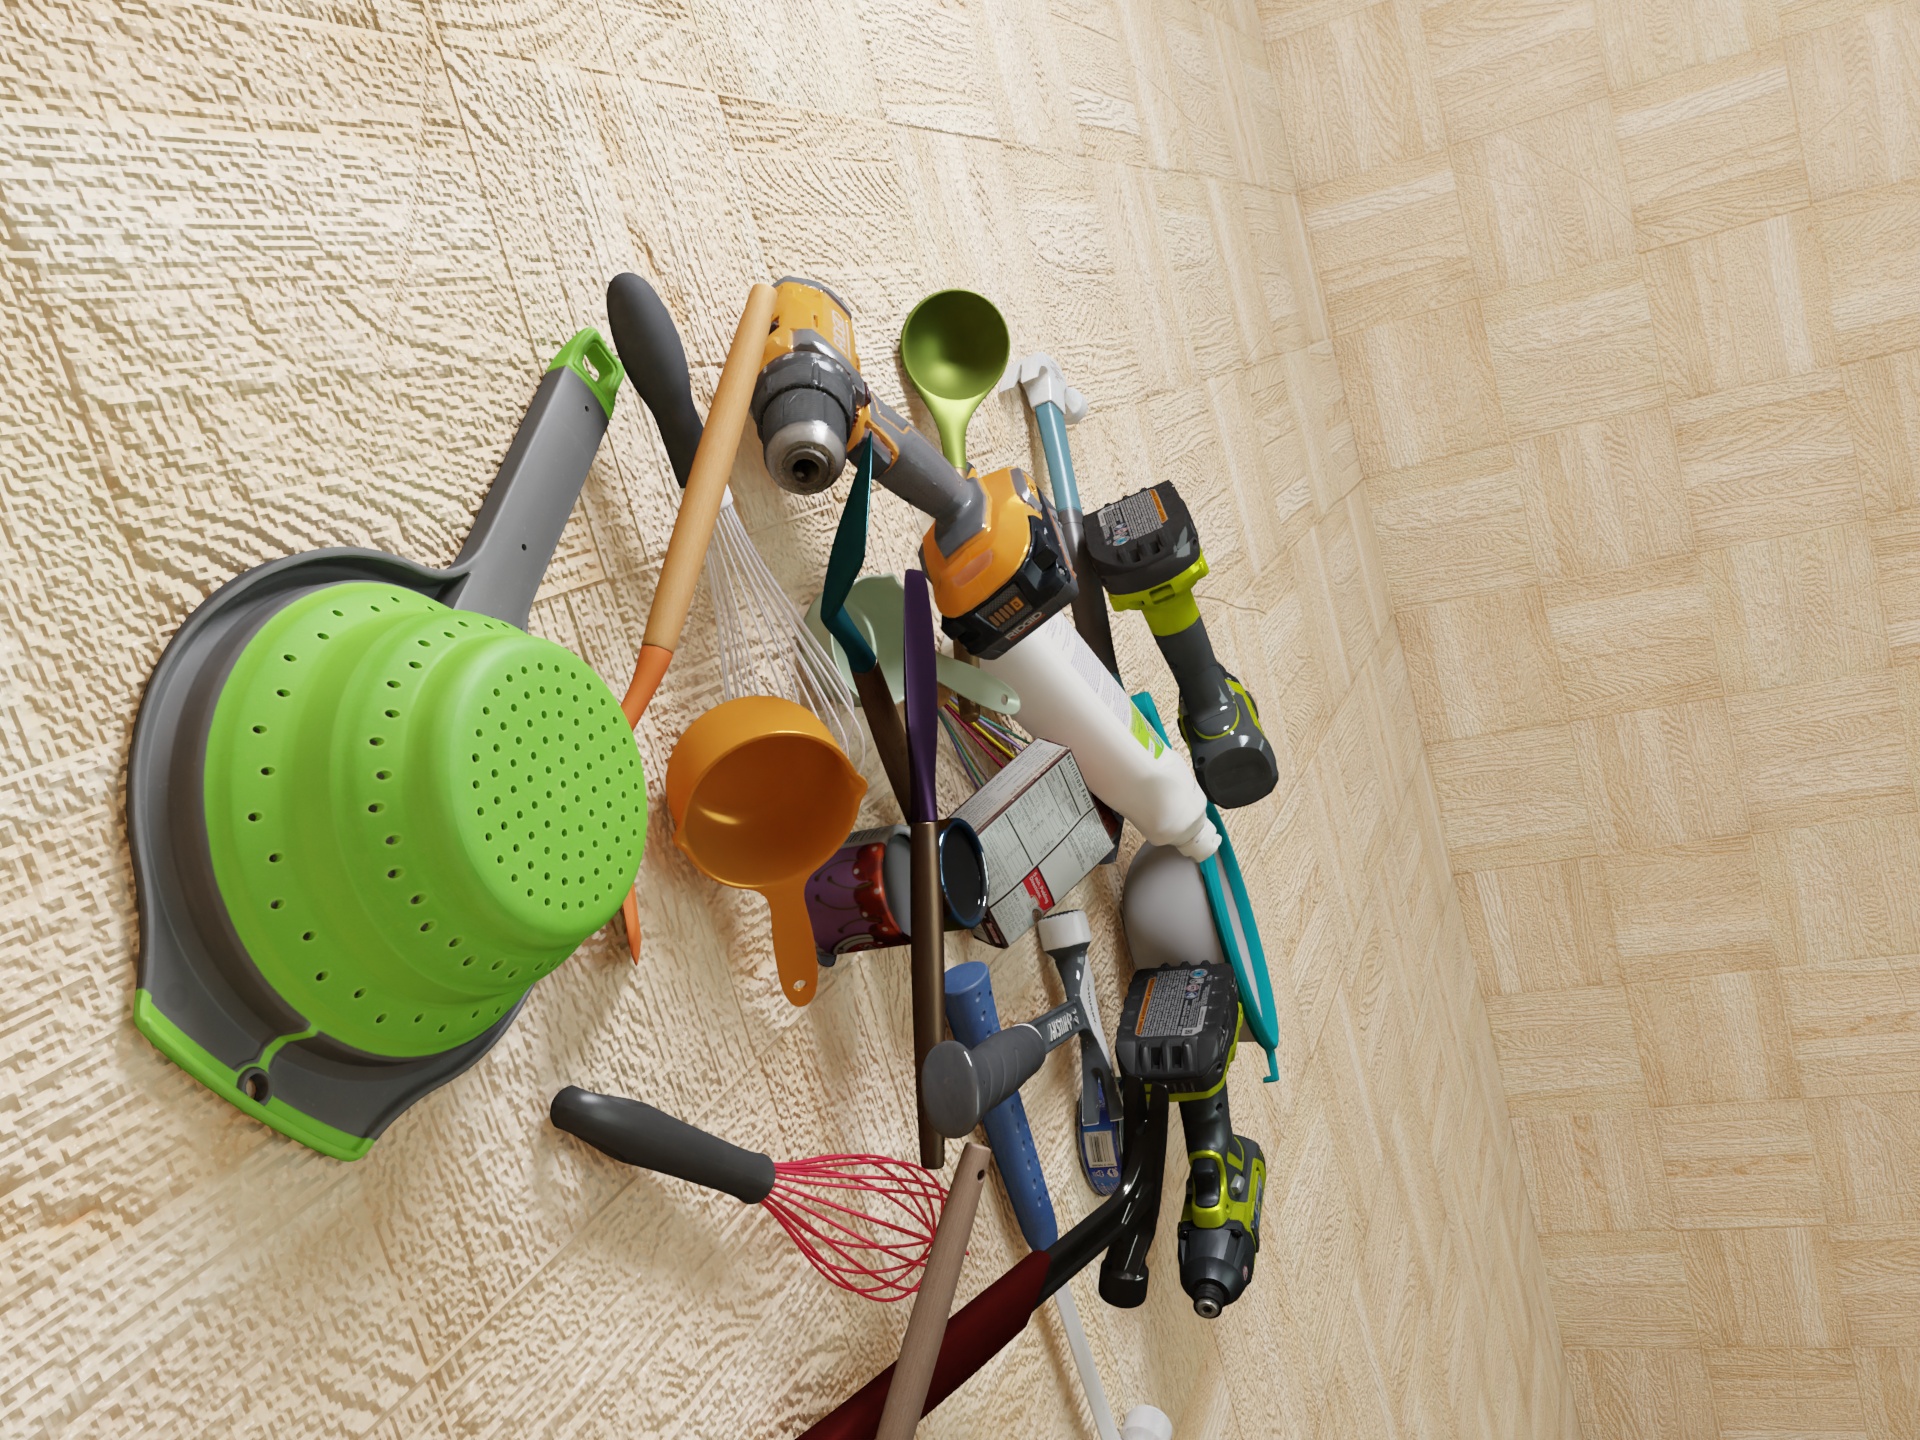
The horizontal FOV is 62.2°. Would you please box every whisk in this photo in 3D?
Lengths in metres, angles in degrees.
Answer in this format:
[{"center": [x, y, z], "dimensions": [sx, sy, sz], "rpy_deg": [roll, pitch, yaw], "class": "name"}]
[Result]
[{"center": [-0.114, -0.083, 0.789], "dimensions": [0.070, 0.070, 0.284], "rpy_deg": [-57, 133, -57], "class": "whisk"}, {"center": [-0.085, 0.221, 0.750], "dimensions": [0.295, 0.073, 0.073], "rpy_deg": [40, 44, -47], "class": "whisk"}, {"center": [0.000, -0.004, 1.032], "dimensions": [0.244, 0.051, 0.047], "rpy_deg": [48, -4, -41], "class": "whisk"}]

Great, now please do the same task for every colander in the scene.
[{"center": [-0.169, -0.032, 0.625], "dimensions": [0.204, 0.094, 0.397], "rpy_deg": [55, 34, -41], "class": "colander"}]

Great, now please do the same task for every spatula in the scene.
[{"center": [-0.122, -0.052, 0.721], "dimensions": [0.081, 0.041, 0.323], "rpy_deg": [129, -24, -74], "class": "spatula"}, {"center": [-0.018, 0.079, 0.839], "dimensions": [0.059, 0.018, 0.316], "rpy_deg": [-5, 94, -76], "class": "spatula"}, {"center": [-0.037, -0.015, 0.864], "dimensions": [0.317, 0.044, 0.082], "rpy_deg": [74, 13, -52], "class": "spatula"}]

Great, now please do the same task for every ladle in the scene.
[{"center": [0.001, -0.149, 1.051], "dimensions": [0.062, 0.078, 0.320], "rpy_deg": [116, -26, -60], "class": "ladle"}]

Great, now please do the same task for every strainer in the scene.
[{"center": [0.163, 0.125, 1.268], "dimensions": [0.211, 0.095, 0.340], "rpy_deg": [-86, 154, -56], "class": "strainer"}]

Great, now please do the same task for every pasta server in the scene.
[{"center": [-0.030, 0.354, 0.732], "dimensions": [0.060, 0.040, 0.316], "rpy_deg": [32, 70, -47], "class": "pasta server"}]

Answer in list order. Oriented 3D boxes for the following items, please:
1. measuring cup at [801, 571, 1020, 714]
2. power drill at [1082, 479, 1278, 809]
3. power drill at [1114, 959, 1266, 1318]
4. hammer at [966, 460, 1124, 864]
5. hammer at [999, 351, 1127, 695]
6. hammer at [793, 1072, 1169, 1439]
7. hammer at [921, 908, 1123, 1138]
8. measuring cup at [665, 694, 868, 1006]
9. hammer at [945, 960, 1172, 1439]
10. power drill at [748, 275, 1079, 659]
[{"center": [-0.029, -0.032, 0.952], "dimensions": [0.167, 0.038, 0.083], "rpy_deg": [24, 70, -44], "class": "measuring cup"}, {"center": [0.174, -0.064, 1.239], "dimensions": [0.191, 0.080, 0.228], "rpy_deg": [-91, 157, -64], "class": "power drill"}, {"center": [0.177, 0.306, 1.167], "dimensions": [0.171, 0.080, 0.223], "rpy_deg": [-57, 136, -63], "class": "power drill"}, {"center": [0.054, -0.044, 1.188], "dimensions": [0.336, 0.034, 0.127], "rpy_deg": [62, 28, -32], "class": "hammer"}, {"center": [0.091, -0.150, 1.266], "dimensions": [0.128, 0.033, 0.331], "rpy_deg": [31, 44, -57], "class": "hammer"}, {"center": [0.020, 0.319, 0.873], "dimensions": [0.359, 0.037, 0.149], "rpy_deg": [-13, 110, -56], "class": "hammer"}, {"center": [0.043, 0.198, 0.954], "dimensions": [0.408, 0.036, 0.149], "rpy_deg": [15, 61, -76], "class": "hammer"}, {"center": [-0.095, 0.065, 0.787], "dimensions": [0.052, 0.095, 0.173], "rpy_deg": [-126, -154, -50], "class": "measuring cup"}, {"center": [0.057, 0.348, 1.023], "dimensions": [0.144, 0.035, 0.405], "rpy_deg": [-44, 119, -62], "class": "hammer"}, {"center": [-0.032, -0.132, 0.893], "dimensions": [0.226, 0.084, 0.186], "rpy_deg": [41, 22, -29], "class": "power drill"}]
